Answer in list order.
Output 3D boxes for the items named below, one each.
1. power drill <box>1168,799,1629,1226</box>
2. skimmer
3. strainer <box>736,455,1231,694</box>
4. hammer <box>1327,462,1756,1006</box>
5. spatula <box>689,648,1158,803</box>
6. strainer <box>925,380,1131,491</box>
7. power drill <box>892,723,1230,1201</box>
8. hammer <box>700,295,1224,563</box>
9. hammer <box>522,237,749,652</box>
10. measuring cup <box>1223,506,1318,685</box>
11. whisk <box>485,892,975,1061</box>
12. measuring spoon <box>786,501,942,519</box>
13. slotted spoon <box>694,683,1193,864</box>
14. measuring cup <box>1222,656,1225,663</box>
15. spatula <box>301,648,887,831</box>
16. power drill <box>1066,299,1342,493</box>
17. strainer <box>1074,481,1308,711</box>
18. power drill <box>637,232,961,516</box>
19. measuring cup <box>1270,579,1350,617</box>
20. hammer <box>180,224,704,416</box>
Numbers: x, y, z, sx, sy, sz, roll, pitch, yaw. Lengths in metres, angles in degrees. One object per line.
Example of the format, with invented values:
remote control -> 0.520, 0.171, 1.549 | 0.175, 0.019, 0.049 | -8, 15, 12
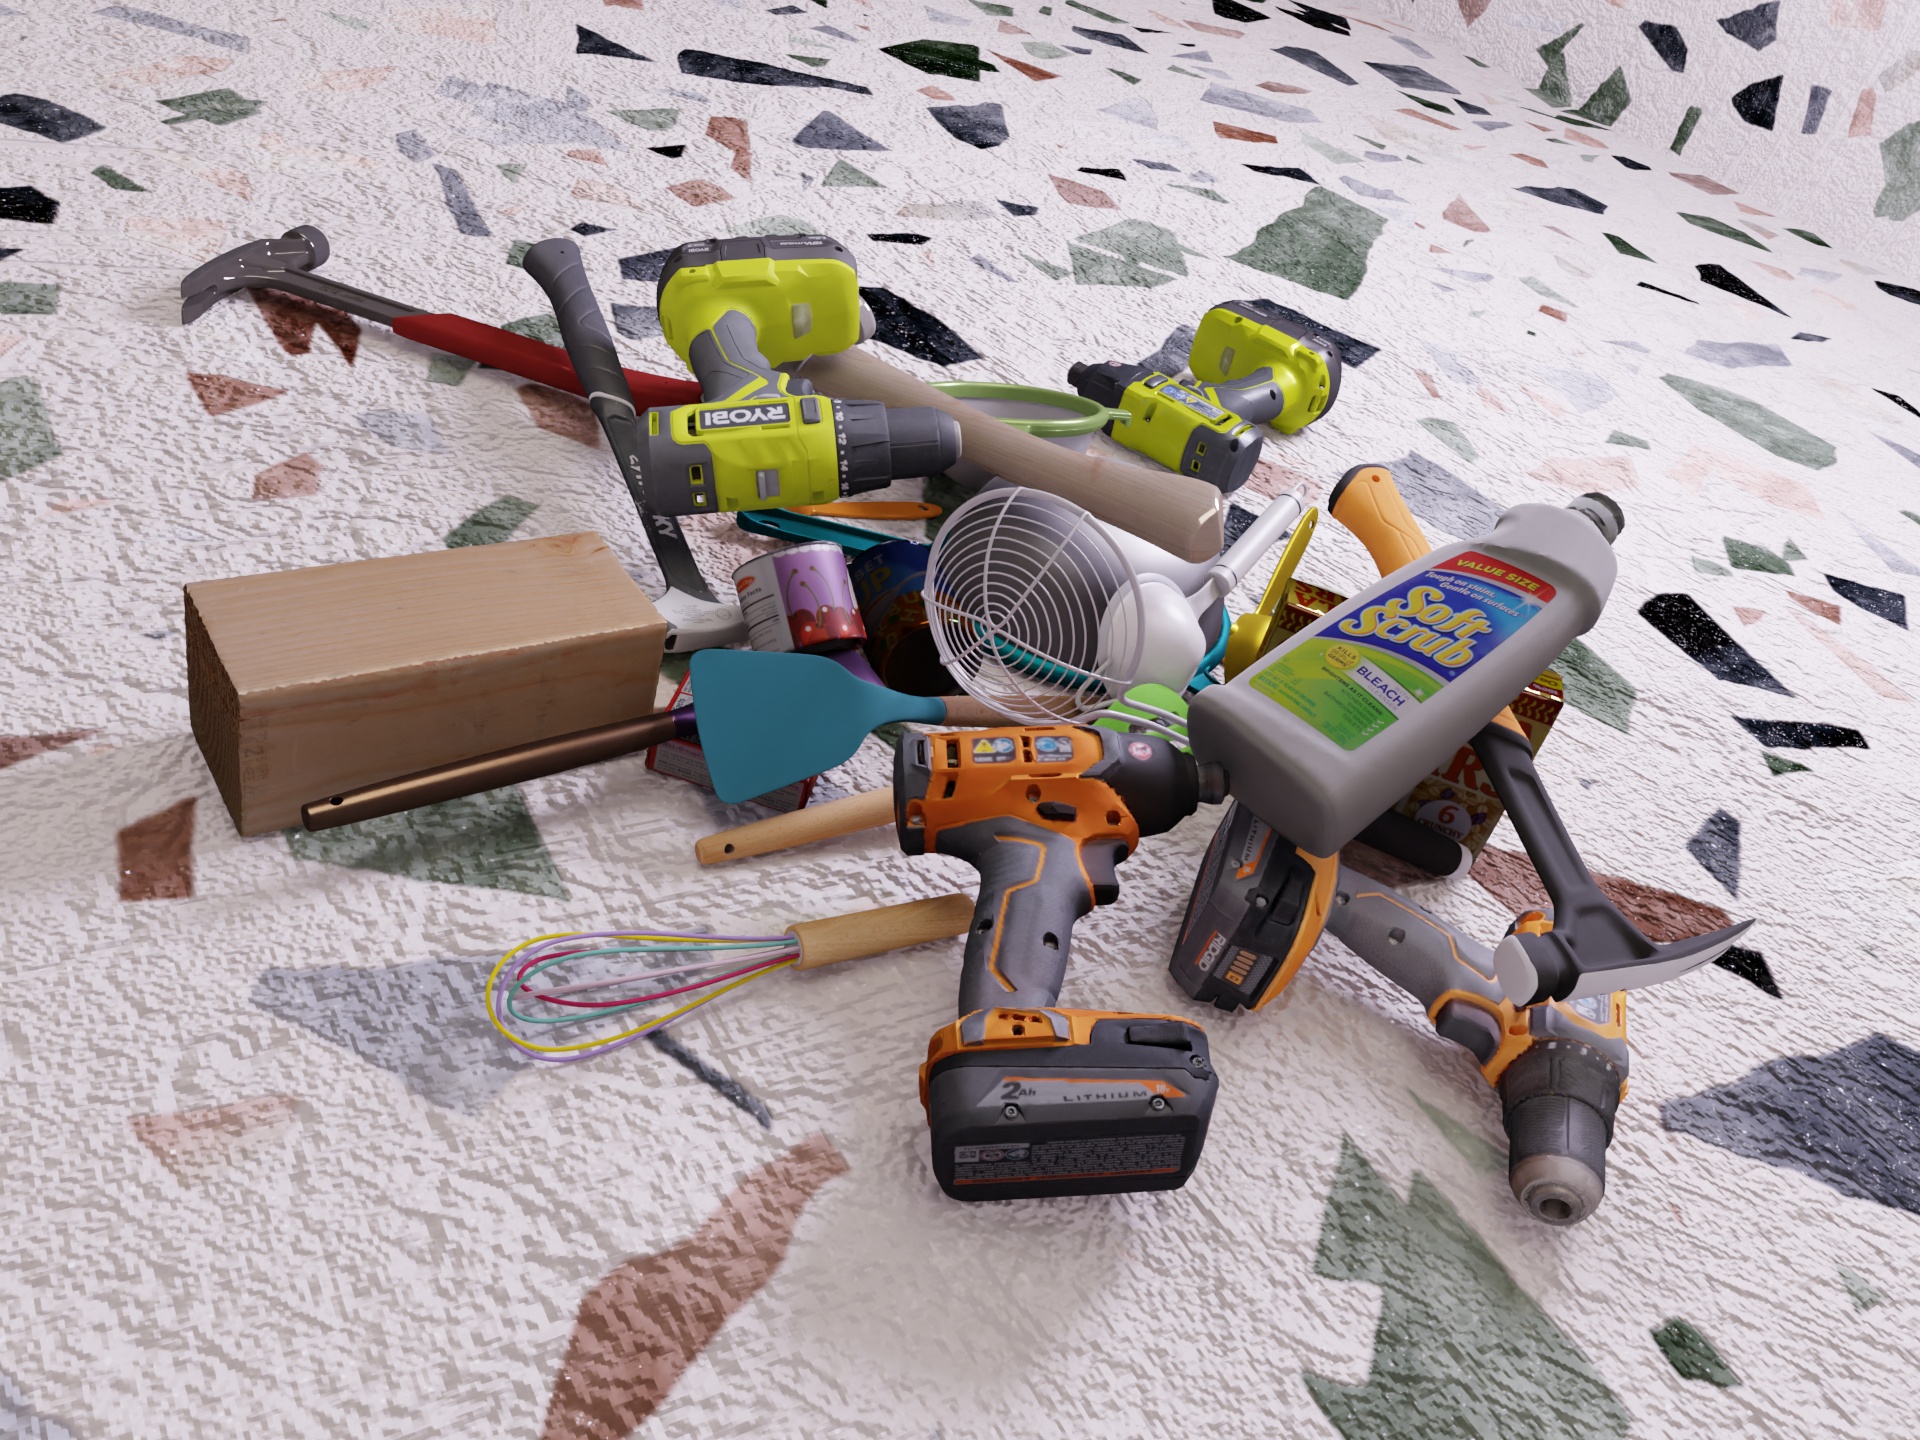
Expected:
power drill -> 0.223, 0.136, 0.789 | 0.226, 0.084, 0.185 | 25, 38, 4
skimmer -> 0.143, -0.006, 0.872 | 0.363, 0.127, 0.090 | 24, 42, -25
strainer -> 0.026, -0.129, 1.043 | 0.340, 0.095, 0.211 | 12, 36, -5
hammer -> 0.282, -0.010, 0.845 | 0.127, 0.034, 0.337 | -7, 55, -14
spatula -> -0.001, -0.003, 0.888 | 0.317, 0.044, 0.082 | 0, 69, -43
strainer -> -0.013, -0.214, 1.183 | 0.256, 0.069, 0.151 | 18, 25, 33
power drill -> 0.054, 0.094, 0.722 | 0.164, 0.084, 0.227 | -3, 48, -2
hammer -> -0.002, -0.180, 1.024 | 0.146, 0.038, 0.411 | -40, 47, -21
hammer -> -0.218, -0.194, 1.042 | 0.149, 0.036, 0.409 | -4, 48, -29
measuring cup -> 0.211, -0.077, 1.020 | 0.029, 0.062, 0.157 | 12, 60, 33
whisk -> -0.097, 0.105, 0.732 | 0.245, 0.051, 0.047 | -7, 36, -34
measuring spoon -> -0.066, -0.150, 1.107 | 0.117, 0.011, 0.021 | -2, 40, -24
slotted spoon -> 0.007, 0.037, 0.861 | 0.313, 0.070, 0.031 | -12, 13, -26
measuring cup -> 0.242, -0.020, 1.020 | 0.174, 0.052, 0.095 | 35, 40, 26
spatula -> -0.168, 0.010, 0.798 | 0.316, 0.018, 0.060 | -15, 54, -36
power drill -> 0.208, -0.278, 1.335 | 0.171, 0.080, 0.223 | 34, 42, 22
strainer -> 0.157, -0.083, 0.982 | 0.050, 0.086, 0.258 | 1, 36, 43
power drill -> -0.107, -0.218, 1.010 | 0.190, 0.080, 0.229 | -6, 46, -6
measuring cup -> 0.274, -0.037, 1.071 | 0.168, 0.038, 0.083 | 34, 39, 19
hammer -> -0.354, -0.268, 1.130 | 0.359, 0.036, 0.149 | 19, 36, 4
